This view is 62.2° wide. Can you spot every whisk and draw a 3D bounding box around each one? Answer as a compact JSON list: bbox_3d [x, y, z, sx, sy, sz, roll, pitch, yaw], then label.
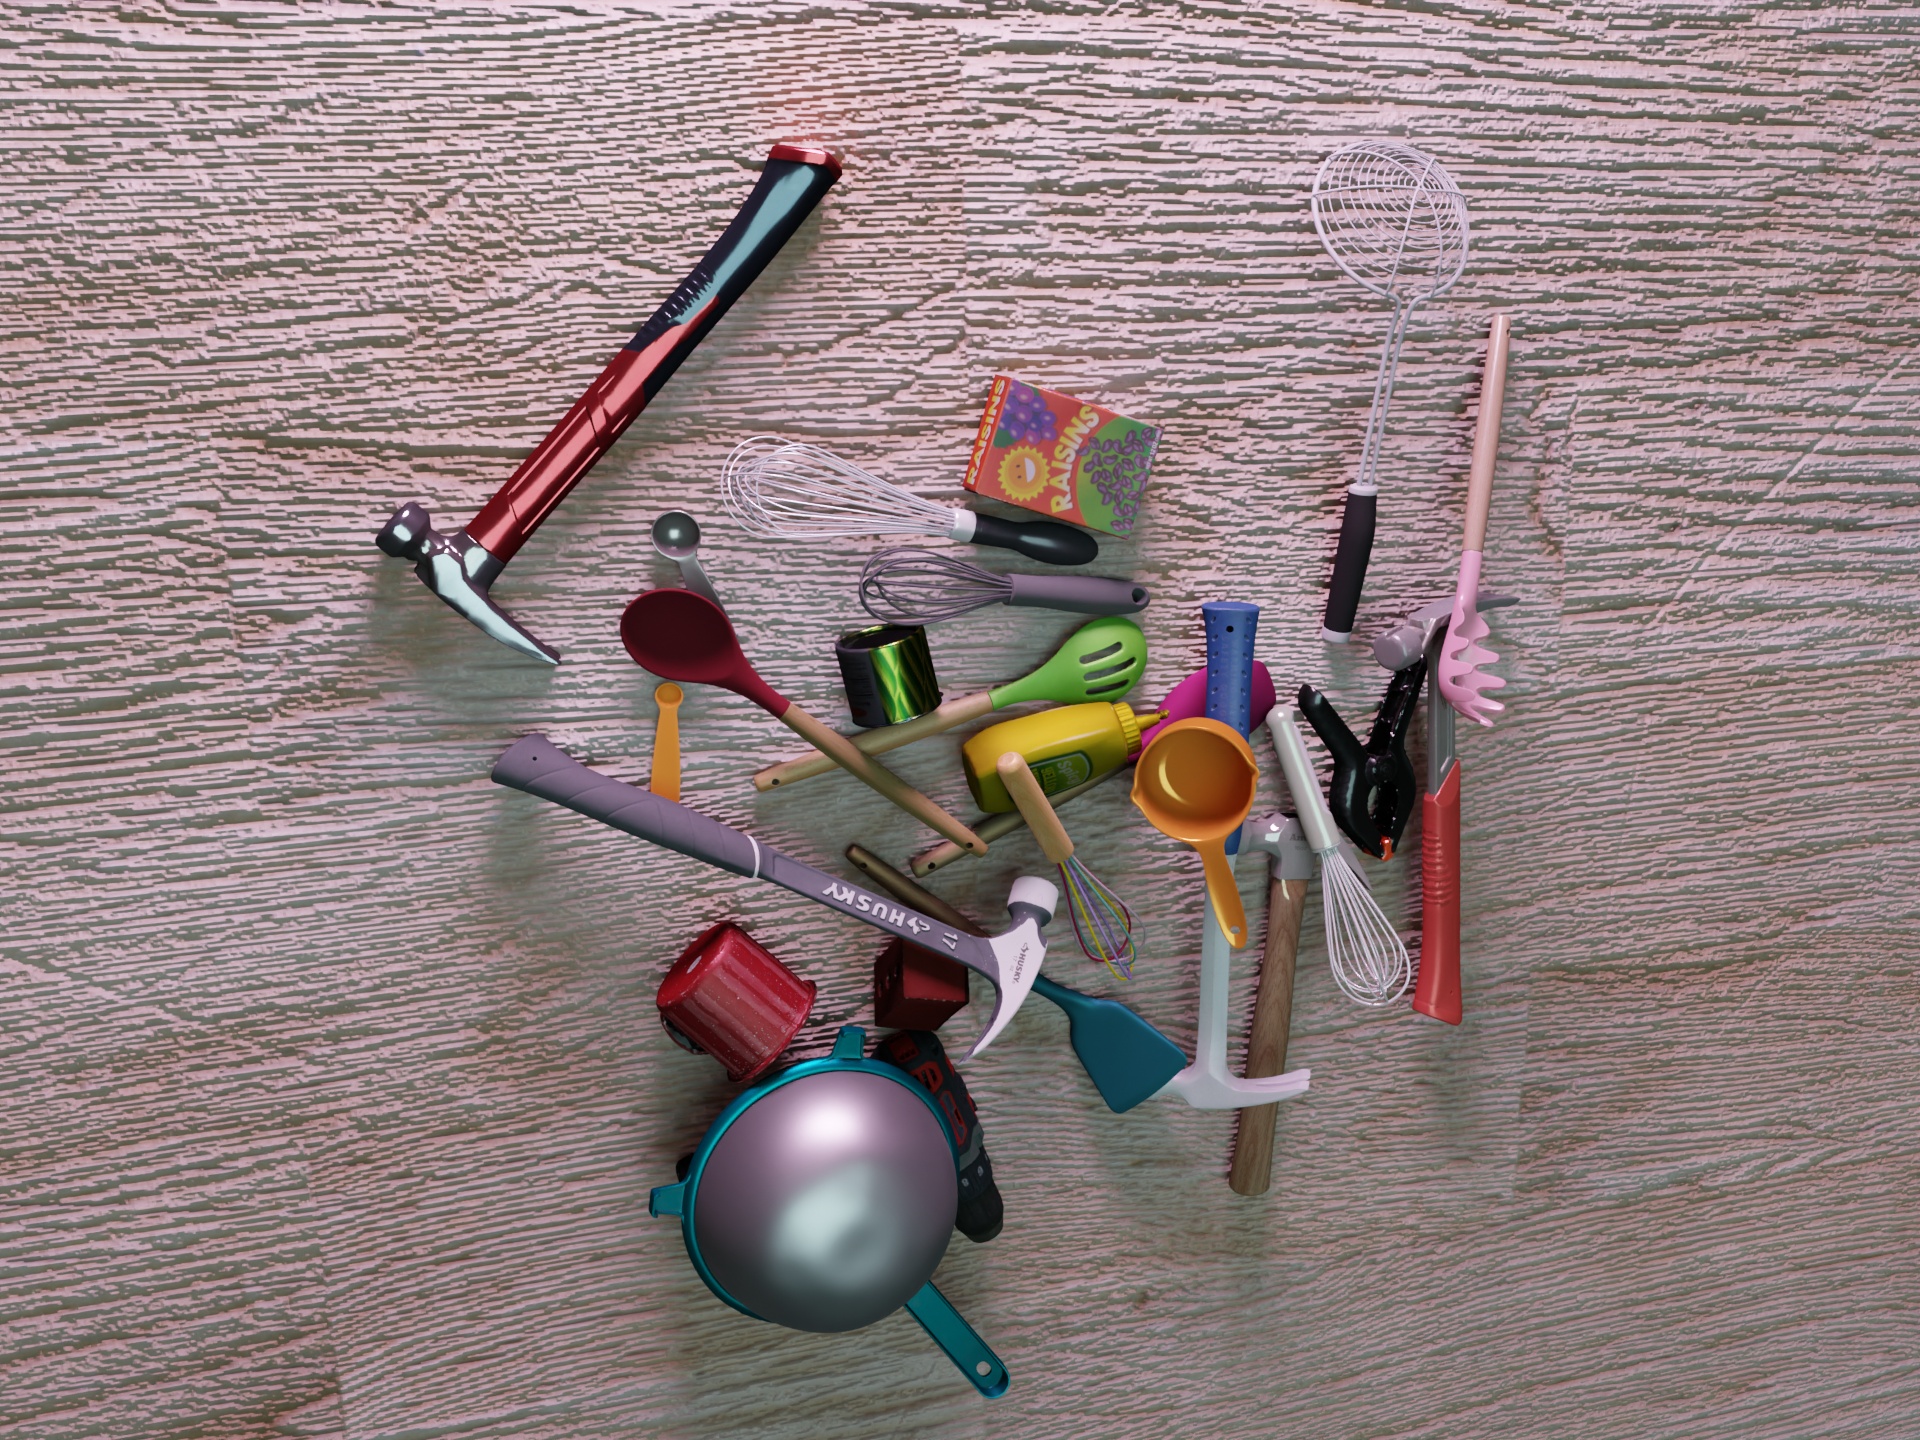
[{"bbox_3d":[-0.030,-0.142,1.117,0.284,0.070,0.070,9,102,-22],"label":"whisk"},{"bbox_3d":[0.036,-0.091,1.139,0.239,0.055,0.055,0,104,-27],"label":"whisk"},{"bbox_3d":[0.288,0.105,1.237,0.059,0.058,0.246,-20,90,18],"label":"whisk"},{"bbox_3d":[0.083,0.110,1.191,0.047,0.051,0.244,-48,129,-23],"label":"whisk"}]

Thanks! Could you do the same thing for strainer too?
[{"bbox_3d":[-0.050,0.401,1.150,0.211,0.095,0.340,-40,111,-9],"label":"strainer"}]

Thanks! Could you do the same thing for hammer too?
[{"bbox_3d":[-0.204,-0.217,1.055,0.143,0.038,0.386,41,91,-22],"label":"hammer"},{"bbox_3d":[0.394,0.079,1.283,0.149,0.037,0.359,-20,113,-34],"label":"hammer"},{"bbox_3d":[0.259,0.236,1.305,0.130,0.031,0.331,0,104,-15],"label":"hammer"},{"bbox_3d":[-0.131,0.109,1.117,0.409,0.036,0.149,24,58,-9],"label":"hammer"},{"bbox_3d":[0.206,0.111,1.225,0.144,0.035,0.405,4,104,13],"label":"hammer"}]

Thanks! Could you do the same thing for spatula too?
[{"bbox_3d":[0.036,0.192,1.224,0.317,0.044,0.082,37,116,-19],"label":"spatula"}]

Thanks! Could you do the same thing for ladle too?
[{"bbox_3d":[-0.104,0.007,1.129,0.315,0.031,0.069,37,110,-16],"label":"ladle"}]

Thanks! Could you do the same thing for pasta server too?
[{"bbox_3d":[0.396,-0.153,1.197,0.060,0.040,0.316,15,81,-47],"label":"pasta server"}]

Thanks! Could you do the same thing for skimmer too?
[{"bbox_3d":[0.300,-0.241,1.195,0.127,0.090,0.363,-3,115,-18],"label":"skimmer"}]

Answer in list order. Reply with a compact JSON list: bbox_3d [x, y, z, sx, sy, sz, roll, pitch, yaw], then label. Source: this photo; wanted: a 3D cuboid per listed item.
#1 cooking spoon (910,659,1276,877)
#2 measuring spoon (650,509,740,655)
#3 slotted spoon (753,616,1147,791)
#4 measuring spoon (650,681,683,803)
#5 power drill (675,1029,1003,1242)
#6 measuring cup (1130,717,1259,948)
[{"bbox_3d":[0.104,0.041,1.218,0.319,0.017,0.068,-27,109,-8],"label":"cooking spoon"},{"bbox_3d":[-0.180,-0.092,1.109,0.034,0.018,0.124,-20,116,2],"label":"measuring spoon"},{"bbox_3d":[-0.002,-0.004,1.173,0.313,0.031,0.070,-19,117,-8],"label":"slotted spoon"},{"bbox_3d":[-0.210,0.028,1.133,0.021,0.011,0.117,2,107,-10],"label":"measuring spoon"},{"bbox_3d":[-0.083,0.361,1.221,0.226,0.080,0.187,-26,110,-11],"label":"power drill"},{"bbox_3d":[0.186,0.081,1.177,0.095,0.052,0.173,-13,101,18],"label":"measuring cup"}]
